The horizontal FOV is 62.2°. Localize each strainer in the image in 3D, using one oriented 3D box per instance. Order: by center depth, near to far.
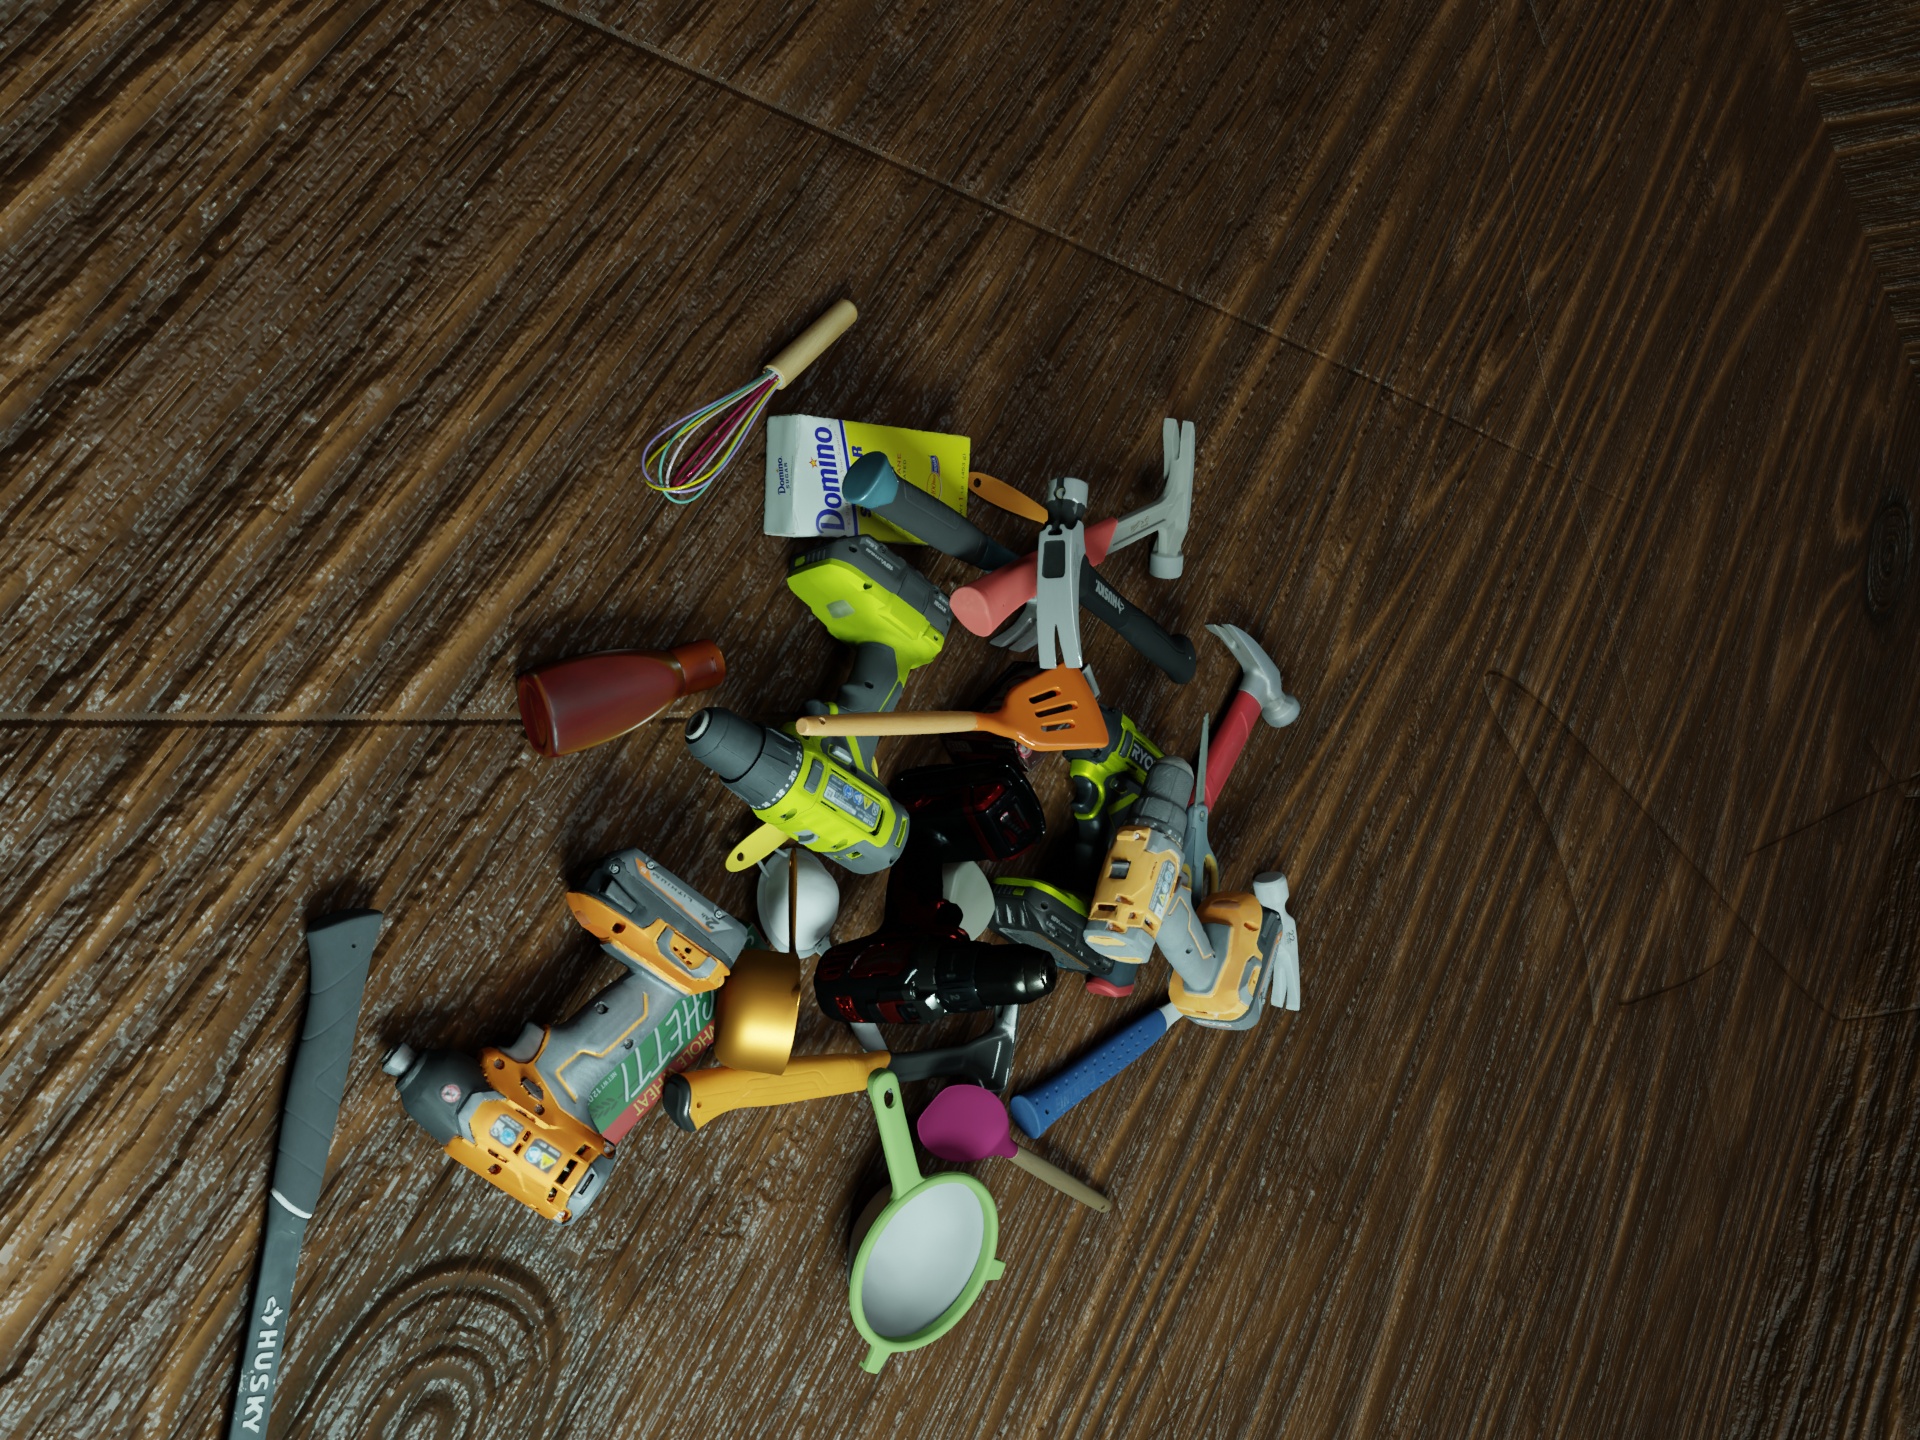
[{"bbox_3d":[-0.096,0.197,1.262,0.087,0.050,0.258,-51,127,-45],"label":"strainer"},{"bbox_3d":[-0.055,0.379,1.273,0.151,0.069,0.256,-27,116,-34],"label":"strainer"}]

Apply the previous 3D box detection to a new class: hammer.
[{"bbox_3d":[-0.412,0.319,0.983,0.149,0.036,0.409,15,81,-43],"label":"hammer"},{"bbox_3d":[-0.083,0.268,1.243,0.336,0.034,0.127,3,100,-44],"label":"hammer"},{"bbox_3d":[0.007,-0.144,1.279,0.330,0.033,0.128,22,86,-58],"label":"hammer"},{"bbox_3d":[0.106,-0.155,1.363,0.359,0.037,0.149,-30,127,-50],"label":"hammer"},{"bbox_3d":[0.141,-0.083,1.364,0.334,0.035,0.146,28,65,-62],"label":"hammer"},{"bbox_3d":[0.210,0.089,1.533,0.143,0.038,0.386,46,63,-32],"label":"hammer"},{"bbox_3d":[0.201,0.290,1.534,0.405,0.035,0.144,-25,108,-39],"label":"hammer"}]

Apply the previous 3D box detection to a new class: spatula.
[{"bbox_3d":[-0.002,-0.004,1.209,0.322,0.041,0.081,-2,65,-51],"label":"spatula"}]

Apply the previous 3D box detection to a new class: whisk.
[{"bbox_3d":[-0.150,-0.243,1.192,0.245,0.047,0.051,-51,122,-32],"label":"whisk"}]

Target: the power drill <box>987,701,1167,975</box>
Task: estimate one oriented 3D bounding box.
[{"bbox_3d":[0.106,0.098,1.417,0.171,0.080,0.223,38,64,-37],"label":"power drill"}]

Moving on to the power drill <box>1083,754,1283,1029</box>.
[{"bbox_3d":[0.203,0.155,1.412,0.226,0.084,0.185,43,58,-40],"label":"power drill"}]

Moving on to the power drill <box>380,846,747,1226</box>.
[{"bbox_3d":[-0.265,0.198,1.068,0.164,0.084,0.226,38,67,-15],"label":"power drill"}]

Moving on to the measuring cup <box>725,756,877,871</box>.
[{"bbox_3d":[-0.129,0.069,1.234,0.156,0.029,0.062,-37,115,-32],"label":"measuring cup"}]

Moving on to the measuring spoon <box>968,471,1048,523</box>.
[{"bbox_3d":[0.045,-0.192,1.392,0.116,0.011,0.021,21,88,-37],"label":"measuring spoon"}]

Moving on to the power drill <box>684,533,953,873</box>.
[{"bbox_3d":[-0.101,-0.022,1.191,0.190,0.080,0.229,36,57,-34],"label":"power drill"}]

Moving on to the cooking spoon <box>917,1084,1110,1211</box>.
[{"bbox_3d":[0.056,0.381,1.383,0.069,0.017,0.318,-49,136,-2],"label":"cooking spoon"}]

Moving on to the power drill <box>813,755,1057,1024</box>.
[{"bbox_3d":[0.002,0.134,1.217,0.080,0.188,0.227,61,34,-35],"label":"power drill"}]

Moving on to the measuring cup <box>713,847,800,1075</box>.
[{"bbox_3d":[-0.148,0.170,1.160,0.052,0.095,0.174,7,61,-13],"label":"measuring cup"}]
